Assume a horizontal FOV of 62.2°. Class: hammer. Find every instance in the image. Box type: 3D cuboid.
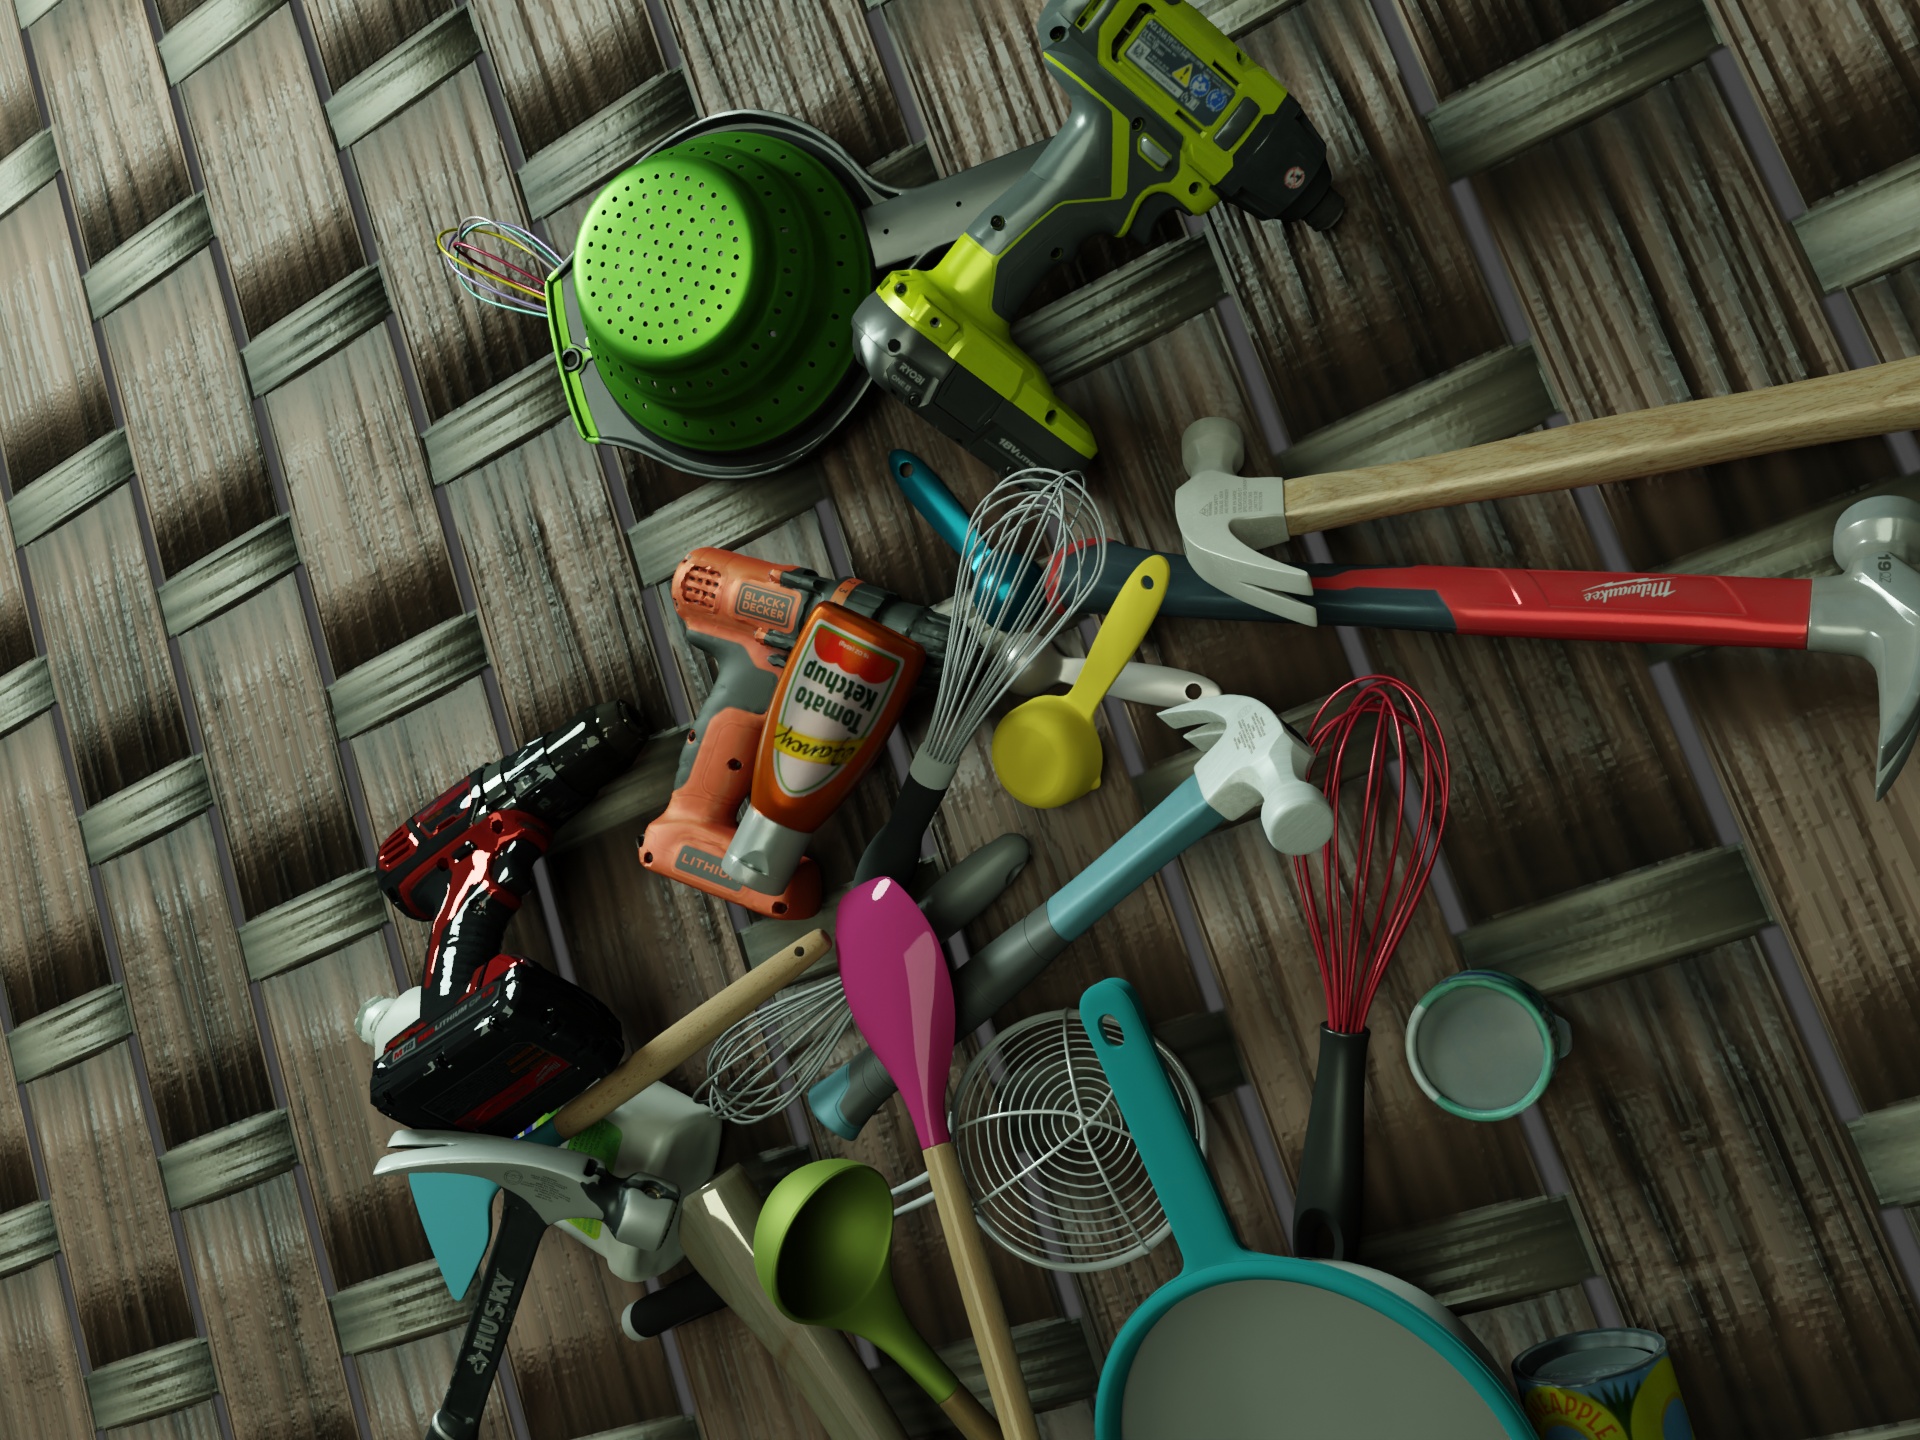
[{"bbox_3d":[0.213,-0.044,0.716,0.386,0.038,0.143,5,49,28],"label":"hammer"},{"bbox_3d":[0.040,0.108,0.785,0.033,0.128,0.331,37,114,-23],"label":"hammer"},{"bbox_3d":[0.260,-0.114,0.710,0.331,0.031,0.130,-8,45,18],"label":"hammer"},{"bbox_3d":[-0.010,0.403,0.795,0.146,0.038,0.411,-34,84,18],"label":"hammer"},{"bbox_3d":[-0.283,0.384,0.888,0.149,0.036,0.408,20,116,-7],"label":"hammer"}]

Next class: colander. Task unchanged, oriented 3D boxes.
[{"bbox_3d":[-0.064,-0.257,0.832,0.397,0.094,0.204,-15,87,17],"label":"colander"}]

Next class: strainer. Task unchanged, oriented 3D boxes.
[{"bbox_3d":[0.148,0.269,0.721,0.211,0.095,0.340,-29,80,32],"label":"strainer"}]

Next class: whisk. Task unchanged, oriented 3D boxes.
[{"bbox_3d":[-0.054,0.138,0.855,0.239,0.055,0.055,-42,72,12],"label":"whisk"},{"bbox_3d":[-0.221,-0.241,0.950,0.245,0.047,0.051,32,99,19],"label":"whisk"},{"bbox_3d":[0.183,0.126,0.745,0.073,0.073,0.296,7,97,24],"label":"whisk"},{"bbox_3d":[-0.002,-0.002,0.799,0.070,0.070,0.284,38,122,21],"label":"whisk"}]

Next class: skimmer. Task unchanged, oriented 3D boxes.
[{"bbox_3d":[-0.038,0.267,0.850,0.363,0.090,0.127,-33,63,30],"label":"skimmer"}]

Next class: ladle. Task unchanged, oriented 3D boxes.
[{"bbox_3d":[0.017,0.343,0.763,0.320,0.078,0.062,49,148,0],"label":"ladle"}]

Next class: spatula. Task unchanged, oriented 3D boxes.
[{"bbox_3d":[-0.189,0.203,0.856,0.317,0.044,0.082,-36,67,13],"label":"spatula"}]

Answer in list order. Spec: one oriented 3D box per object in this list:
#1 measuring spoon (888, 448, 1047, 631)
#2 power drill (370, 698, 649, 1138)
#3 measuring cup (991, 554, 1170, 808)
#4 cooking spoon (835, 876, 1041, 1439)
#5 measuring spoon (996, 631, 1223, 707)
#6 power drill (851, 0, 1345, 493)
[{"bbox_3d":[-0.003,-0.101,0.855,0.042,0.021,0.129,-44,73,16],"label":"measuring spoon"},{"bbox_3d":[-0.244,0.102,0.887,0.188,0.080,0.227,-34,42,13],"label":"power drill"},{"bbox_3d":[0.060,-0.018,0.787,0.062,0.029,0.156,42,129,20],"label":"measuring cup"},{"bbox_3d":[-0.004,0.228,0.758,0.069,0.017,0.319,-29,70,33],"label":"cooking spoon"},{"bbox_3d":[0.074,-0.023,0.819,0.124,0.018,0.034,10,92,24],"label":"measuring spoon"},{"bbox_3d":[0.066,-0.229,0.775,0.171,0.080,0.223,33,106,-20],"label":"power drill"}]
